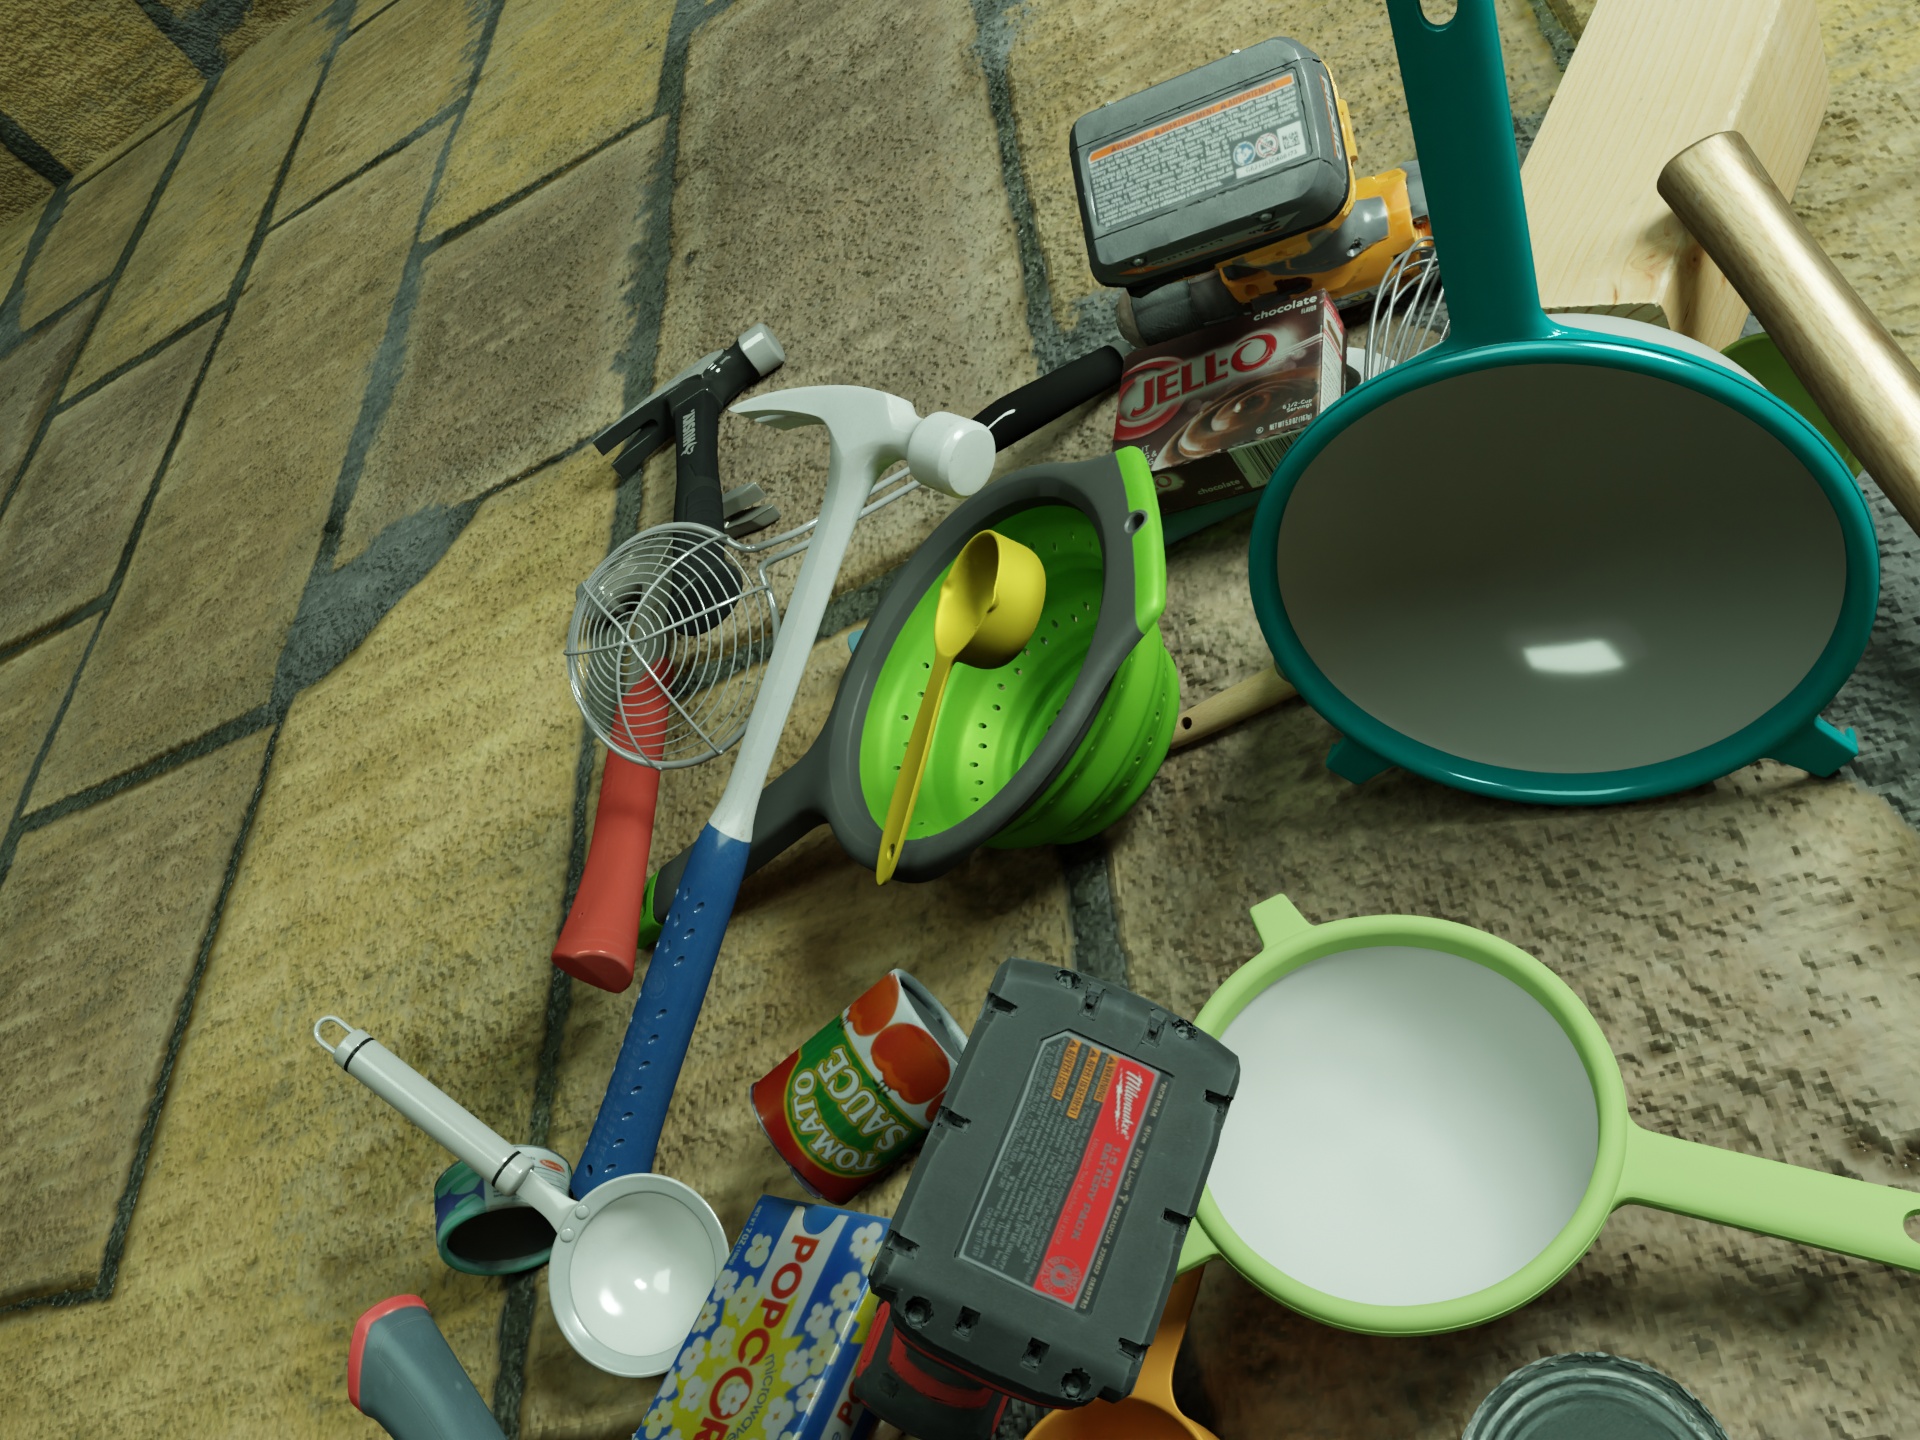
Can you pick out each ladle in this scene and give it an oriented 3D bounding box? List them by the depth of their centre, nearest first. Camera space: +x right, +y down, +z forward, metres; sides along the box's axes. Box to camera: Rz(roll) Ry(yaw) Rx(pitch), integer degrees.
[{"bbox_3d":[0.223,-0.063,0.684,0.320,0.062,0.078,-27,66,21],"label":"ladle"}]

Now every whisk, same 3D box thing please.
[{"bbox_3d":[0.189,-0.122,0.716,0.055,0.055,0.239,10,70,41],"label":"whisk"}]

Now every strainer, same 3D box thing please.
[{"bbox_3d":[0.200,0.154,0.535,0.256,0.069,0.152,8,55,26],"label":"strainer"},{"bbox_3d":[0.199,-0.119,0.559,0.211,0.340,0.095,-2,41,29],"label":"strainer"},{"bbox_3d":[-0.197,0.212,0.729,0.258,0.050,0.087,34,84,10],"label":"strainer"}]

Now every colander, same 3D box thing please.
[{"bbox_3d":[-0.021,0.031,0.782,0.397,0.094,0.205,-36,39,34],"label":"colander"}]

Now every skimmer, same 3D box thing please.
[{"bbox_3d":[-0.049,-0.105,0.870,0.363,0.090,0.127,-33,70,-23],"label":"skimmer"}]

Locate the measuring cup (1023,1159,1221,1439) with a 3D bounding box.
[{"bbox_3d":[0.074,0.245,0.561,0.095,0.052,0.174,-1,56,36],"label":"measuring cup"}]

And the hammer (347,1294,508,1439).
[{"bbox_3d":[-0.120,0.349,0.584,0.143,0.038,0.387,-48,54,-3],"label":"hammer"}]

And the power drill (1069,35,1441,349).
[{"bbox_3d":[0.131,-0.239,0.781,0.185,0.226,0.084,-12,86,29],"label":"power drill"}]

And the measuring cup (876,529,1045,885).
[{"bbox_3d":[-0.001,-0.002,0.673,0.062,0.029,0.156,25,98,67],"label":"measuring cup"}]

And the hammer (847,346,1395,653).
[{"bbox_3d":[0.085,-0.093,0.824,0.331,0.033,0.128,-24,48,20],"label":"hammer"}]

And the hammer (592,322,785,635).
[{"bbox_3d":[-0.171,-0.148,1.008,0.146,0.035,0.335,-31,33,11],"label":"hammer"}]

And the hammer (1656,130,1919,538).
[{"bbox_3d":[0.347,-0.086,0.562,0.130,0.031,0.332,-27,63,14],"label":"hammer"}]

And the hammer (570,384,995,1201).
[{"bbox_3d":[-0.107,0.039,0.744,0.144,0.035,0.405,26,100,39],"label":"hammer"}]

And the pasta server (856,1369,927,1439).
[{"bbox_3d":[-0.115,0.376,0.610,0.060,0.040,0.316,35,80,34],"label":"pasta server"}]

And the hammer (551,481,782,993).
[{"bbox_3d":[-0.178,0.001,0.915,0.149,0.036,0.359,-26,38,19],"label":"hammer"}]

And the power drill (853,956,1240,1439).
[{"bbox_3d":[0.027,0.156,0.562,0.080,0.226,0.188,23,64,4],"label":"power drill"}]
